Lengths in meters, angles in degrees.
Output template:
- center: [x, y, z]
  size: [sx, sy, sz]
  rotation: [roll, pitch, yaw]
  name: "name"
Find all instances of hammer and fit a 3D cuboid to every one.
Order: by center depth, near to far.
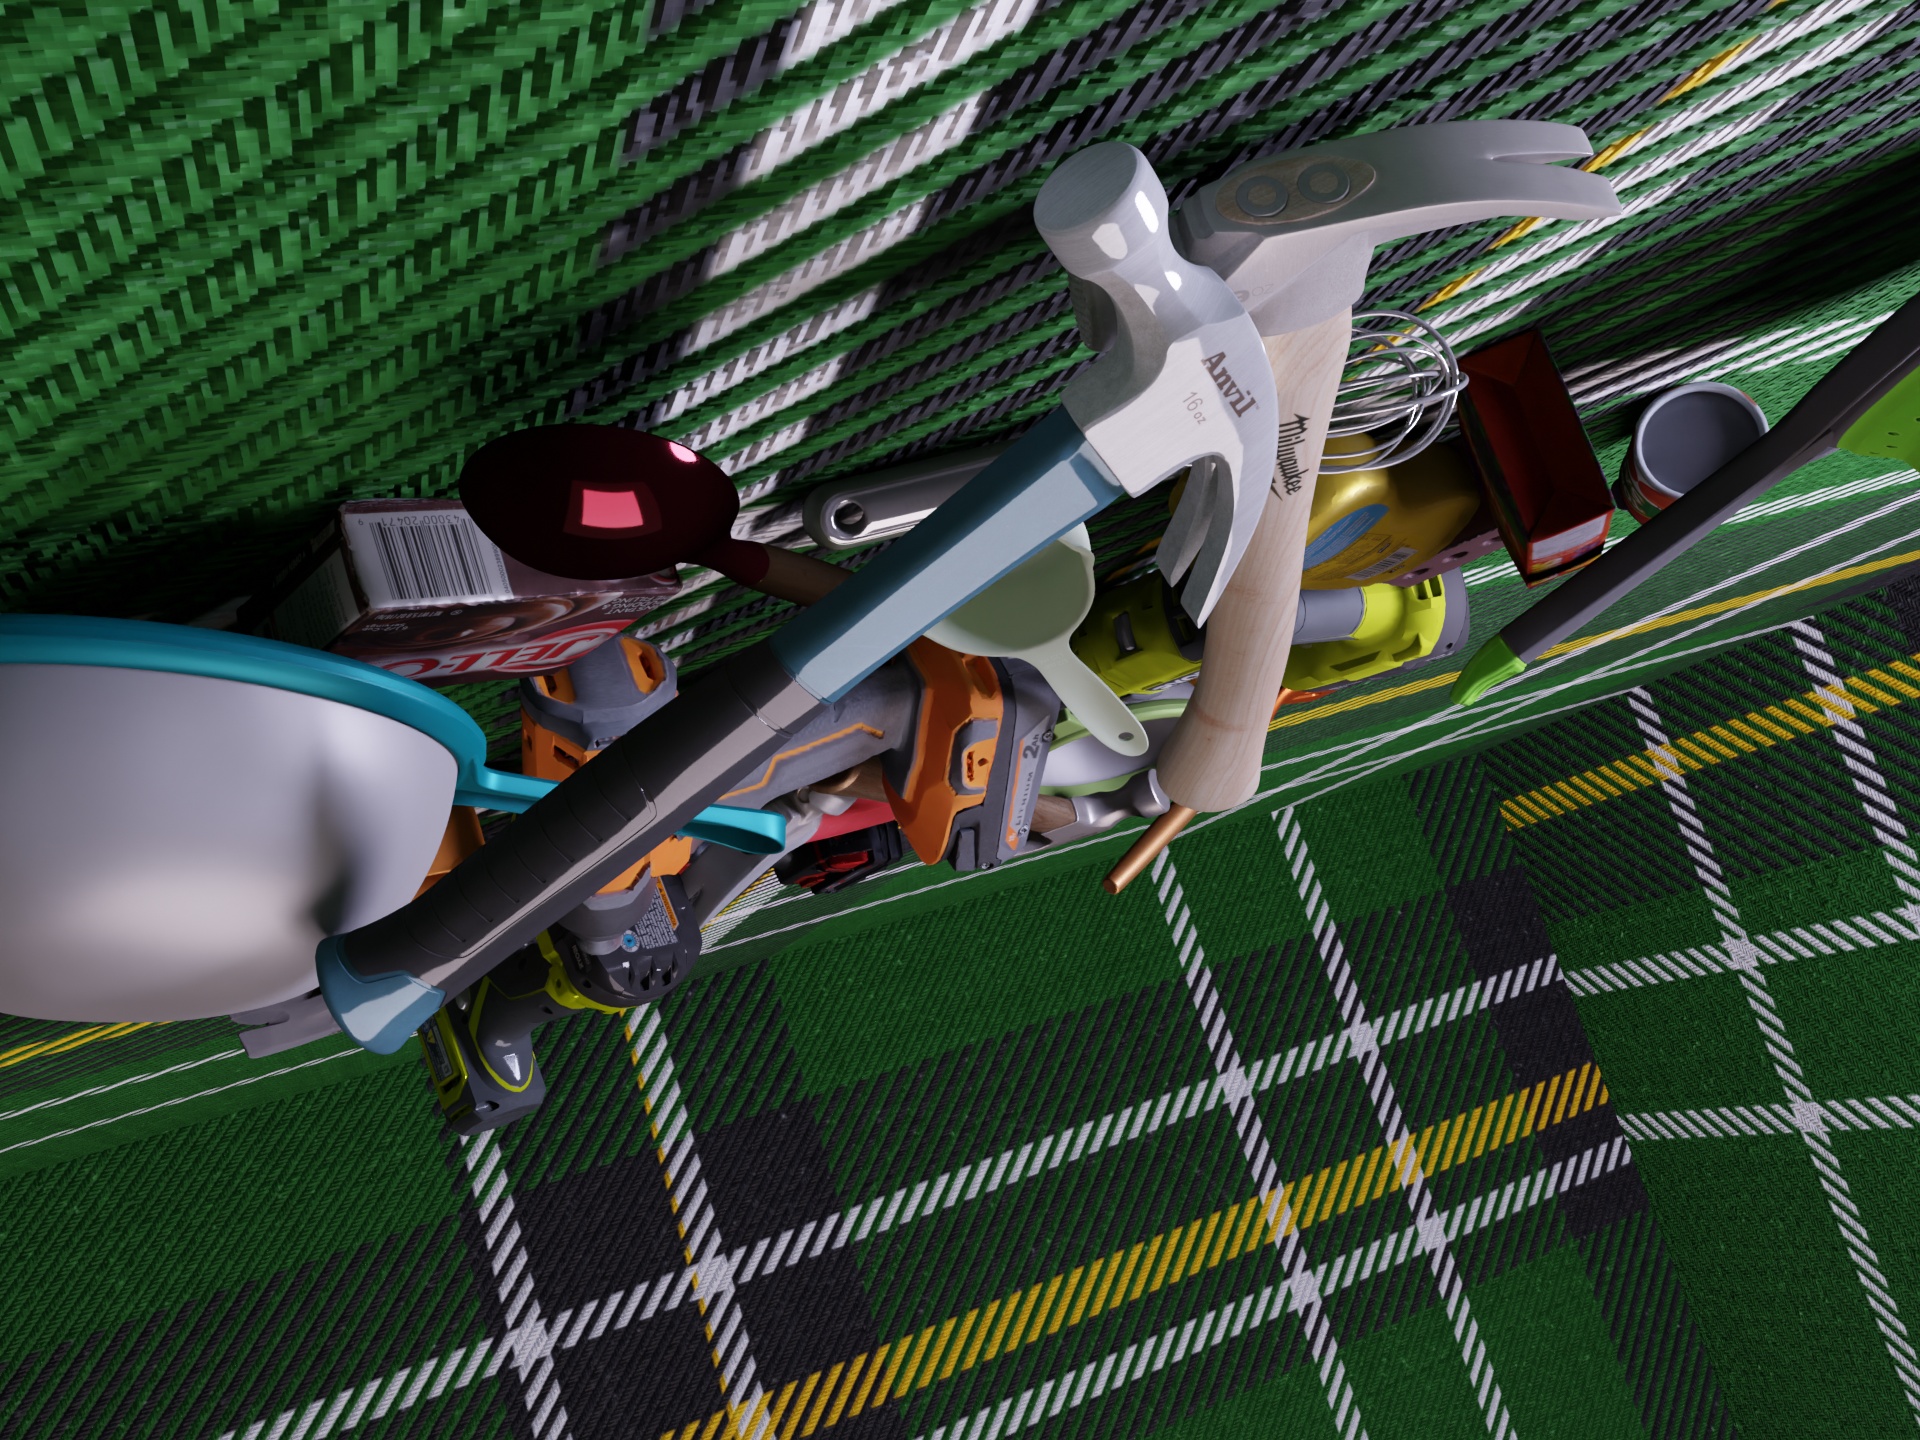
- center: [-0.056, -0.007, 0.444]
  size: [0.331, 0.033, 0.128]
  rotation: [-36, 133, 13]
  name: "hammer"
- center: [0.120, -0.056, 0.598]
  size: [0.146, 0.038, 0.410]
  rotation: [-12, 155, 1]
  name: "hammer"
- center: [-0.187, 0.059, 0.790]
  size: [0.359, 0.037, 0.149]
  rotation: [-32, 172, 11]
  name: "hammer"
- center: [0.007, 0.046, 0.934]
  size: [0.130, 0.031, 0.331]
  rotation: [-22, 162, 23]
  name: "hammer"
- center: [-0.038, 0.058, 1.072]
  size: [0.143, 0.038, 0.386]
  rotation: [-42, 166, 24]
  name: "hammer"

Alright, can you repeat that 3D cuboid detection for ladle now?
- center: [-0.063, -0.050, 0.534]
  size: [0.069, 0.031, 0.315]
  rotation: [-11, 176, 15]
  name: "ladle"

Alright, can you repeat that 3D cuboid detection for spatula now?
- center: [0.195, 0.032, 1.107]
  size: [0.322, 0.041, 0.081]
  rotation: [-40, -175, -39]
  name: "spatula"

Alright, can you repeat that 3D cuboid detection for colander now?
- center: [0.395, -0.102, 0.677]
  size: [0.397, 0.094, 0.204]
  rotation: [-40, 164, 20]
  name: "colander"

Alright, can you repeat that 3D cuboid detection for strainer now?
- center: [-0.209, 0.054, 0.535]
  size: [0.340, 0.095, 0.211]
  rotation: [11, 159, -35]
  name: "strainer"
- center: [0.077, 0.018, 1.079]
  size: [0.151, 0.069, 0.256]
  rotation: [-5, 159, -24]
  name: "strainer"

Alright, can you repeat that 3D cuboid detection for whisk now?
- center: [0.063, -0.099, 0.576]
  size: [0.246, 0.057, 0.059]
  rotation: [-13, -160, -1]
  name: "whisk"

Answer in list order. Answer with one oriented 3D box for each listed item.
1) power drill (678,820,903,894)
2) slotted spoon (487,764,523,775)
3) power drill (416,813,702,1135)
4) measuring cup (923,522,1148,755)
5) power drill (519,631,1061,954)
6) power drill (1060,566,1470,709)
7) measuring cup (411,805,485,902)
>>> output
- center: [-0.155, 0.081, 1.091]
  size: [0.226, 0.080, 0.188]
  rotation: [-8, 166, -33]
  name: "power drill"
- center: [-0.160, 0.030, 0.935]
  size: [0.070, 0.031, 0.313]
  rotation: [-26, 165, 35]
  name: "slotted spoon"
- center: [-0.265, 0.133, 0.959]
  size: [0.223, 0.171, 0.080]
  rotation: [-36, 161, 36]
  name: "power drill"
- center: [0.037, -0.040, 0.659]
  size: [0.083, 0.038, 0.167]
  rotation: [-20, 139, 23]
  name: "measuring cup"
- center: [-0.080, 0.030, 0.712]
  size: [0.226, 0.084, 0.164]
  rotation: [-8, 133, -23]
  name: "power drill"
- center: [0.159, -0.051, 0.908]
  size: [0.228, 0.080, 0.190]
  rotation: [-7, 171, -37]
  name: "power drill"
- center: [-0.316, 0.067, 0.794]
  size: [0.095, 0.052, 0.173]
  rotation: [-24, 167, 30]
  name: "measuring cup"
